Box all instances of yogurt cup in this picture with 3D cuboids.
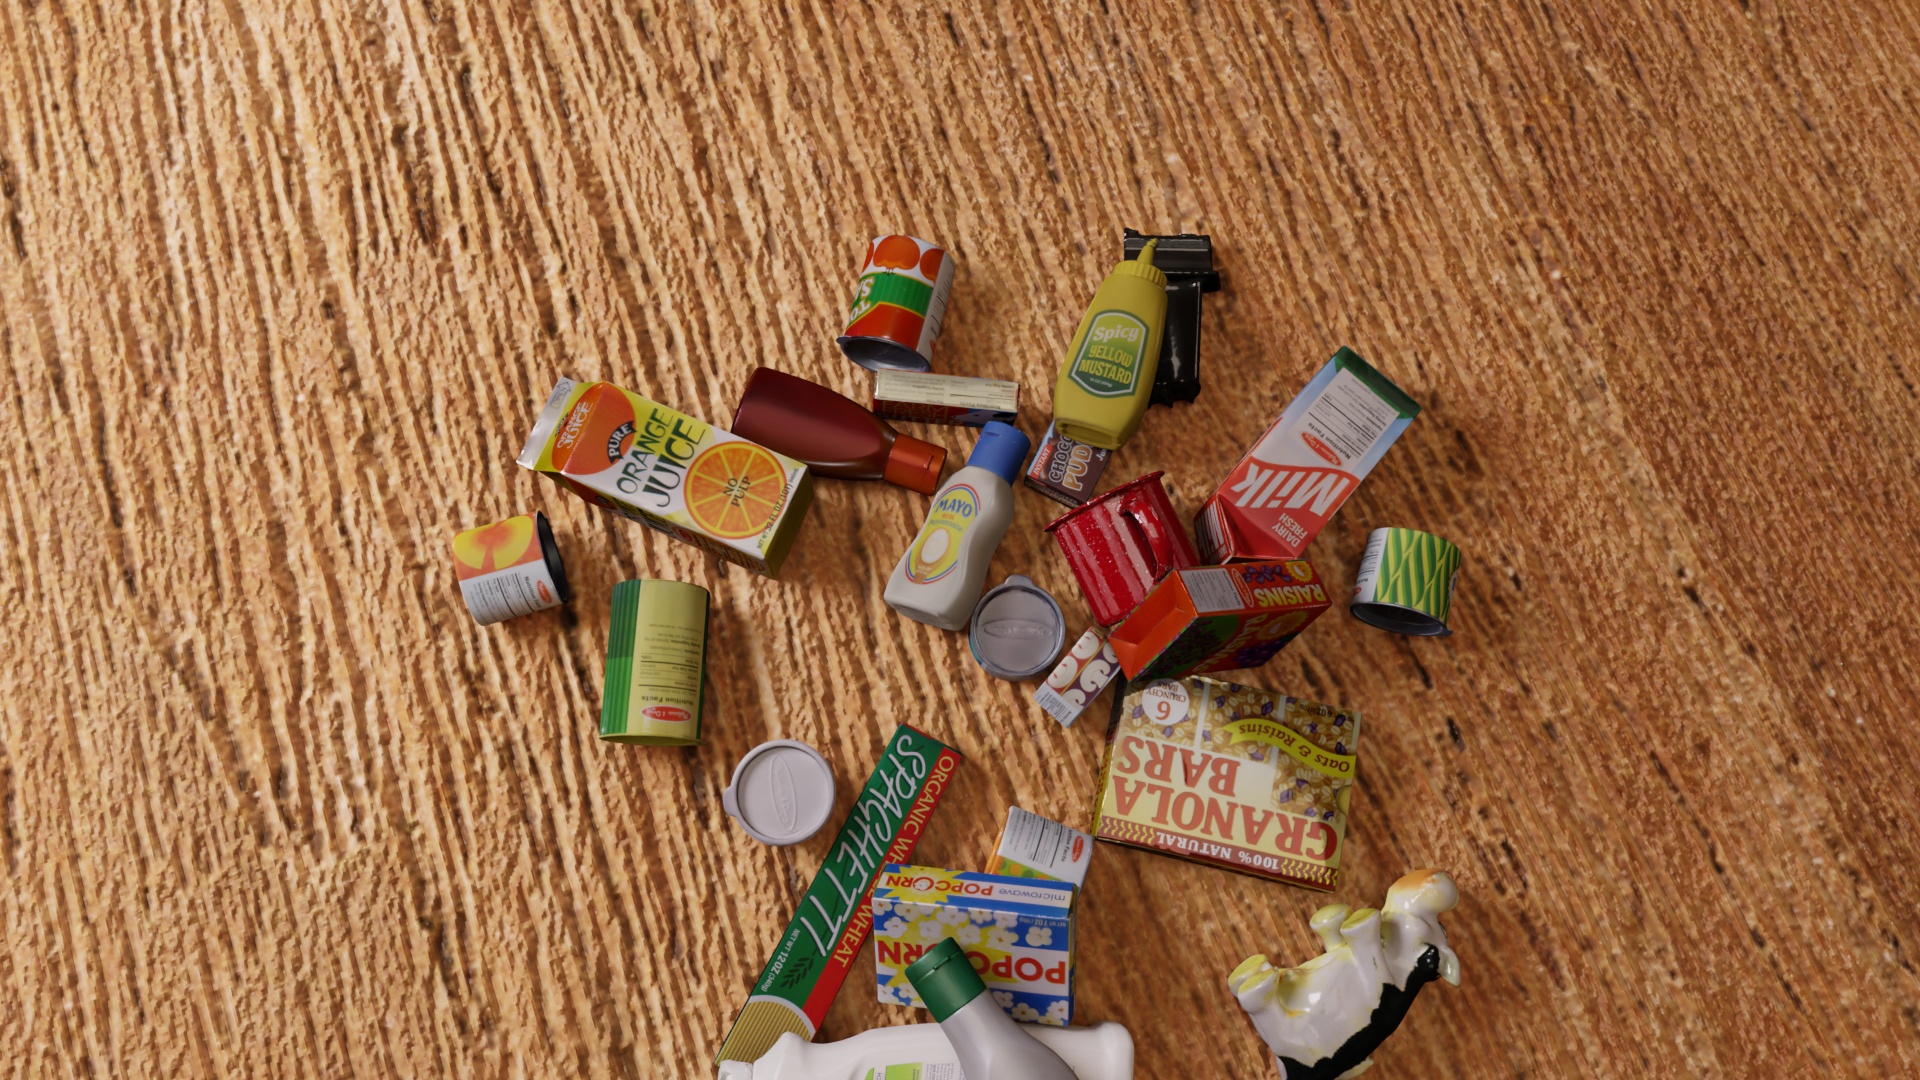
[{"bbox_3d":[-0.116,0.167,0.916,0.072,0.054,0.072,1,76,-4],"label":"yogurt cup"}]

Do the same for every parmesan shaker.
[{"bbox_3d":[-0.201,0.083,0.928,0.071,0.071,0.103,2,75,-3],"label":"parmesan shaker"}]

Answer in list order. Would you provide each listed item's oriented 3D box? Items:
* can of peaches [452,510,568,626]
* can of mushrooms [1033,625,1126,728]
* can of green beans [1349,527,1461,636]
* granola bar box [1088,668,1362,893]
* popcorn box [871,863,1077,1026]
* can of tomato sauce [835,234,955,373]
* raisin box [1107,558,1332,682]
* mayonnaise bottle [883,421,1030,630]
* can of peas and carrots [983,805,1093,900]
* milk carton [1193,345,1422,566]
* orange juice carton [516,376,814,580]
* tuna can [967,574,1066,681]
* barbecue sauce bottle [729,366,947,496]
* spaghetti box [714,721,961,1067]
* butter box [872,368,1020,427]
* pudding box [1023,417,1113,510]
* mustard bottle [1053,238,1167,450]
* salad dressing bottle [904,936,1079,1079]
[{"bbox_3d":[-0.303,0.018,0.937,0.058,0.071,0.071,-17,78,-7],"label":"can of peaches"},{"bbox_3d":[0.083,0.091,0.944,0.033,0.071,0.071,40,77,7],"label":"can of mushrooms"},{"bbox_3d":[0.313,0.029,0.976,0.071,0.071,0.058,18,75,1],"label":"can of green beans"},{"bbox_3d":[0.181,0.160,0.947,0.166,0.039,0.124,13,76,0],"label":"granola bar box"},{"bbox_3d":[0.010,0.254,0.876,0.127,0.038,0.084,4,115,11],"label":"popcorn box"},{"bbox_3d":[-0.046,-0.169,1.000,0.071,0.071,0.083,14,75,0],"label":"can of tomato sauce"},{"bbox_3d":[0.172,0.053,0.922,0.124,0.085,0.040,-2,56,-33],"label":"raisin box"},{"bbox_3d":[0.003,-0.012,0.969,0.065,0.041,0.148,12,70,39],"label":"mayonnaise bottle"},{"bbox_3d":[0.048,0.217,0.911,0.059,0.070,0.071,21,76,2],"label":"can of peas and carrots"},{"bbox_3d":[0.232,-0.040,0.985,0.073,0.072,0.191,41,76,6],"label":"milk carton"},{"bbox_3d":[-0.203,-0.047,0.955,0.193,0.073,0.072,23,76,2],"label":"orange juice carton"},{"bbox_3d":[0.038,0.061,0.965,0.071,0.032,0.071,1,76,-4],"label":"tuna can"},{"bbox_3d":[-0.084,-0.071,0.985,0.148,0.043,0.065,19,75,0],"label":"barbecue sauce bottle"},{"bbox_3d":[-0.077,0.239,0.914,0.050,0.028,0.250,28,76,2],"label":"spaghetti box"},{"bbox_3d":[-0.011,-0.100,0.992,0.103,0.053,0.024,5,79,-2],"label":"butter box"},{"bbox_3d":[0.085,-0.069,1.003,0.050,0.030,0.084,27,75,4],"label":"pudding box"},{"bbox_3d":[0.113,-0.146,0.980,0.065,0.048,0.160,16,77,9],"label":"mustard bottle"},{"bbox_3d":[0.023,0.307,0.822,0.064,0.043,0.148,-31,75,-21],"label":"salad dressing bottle"}]
